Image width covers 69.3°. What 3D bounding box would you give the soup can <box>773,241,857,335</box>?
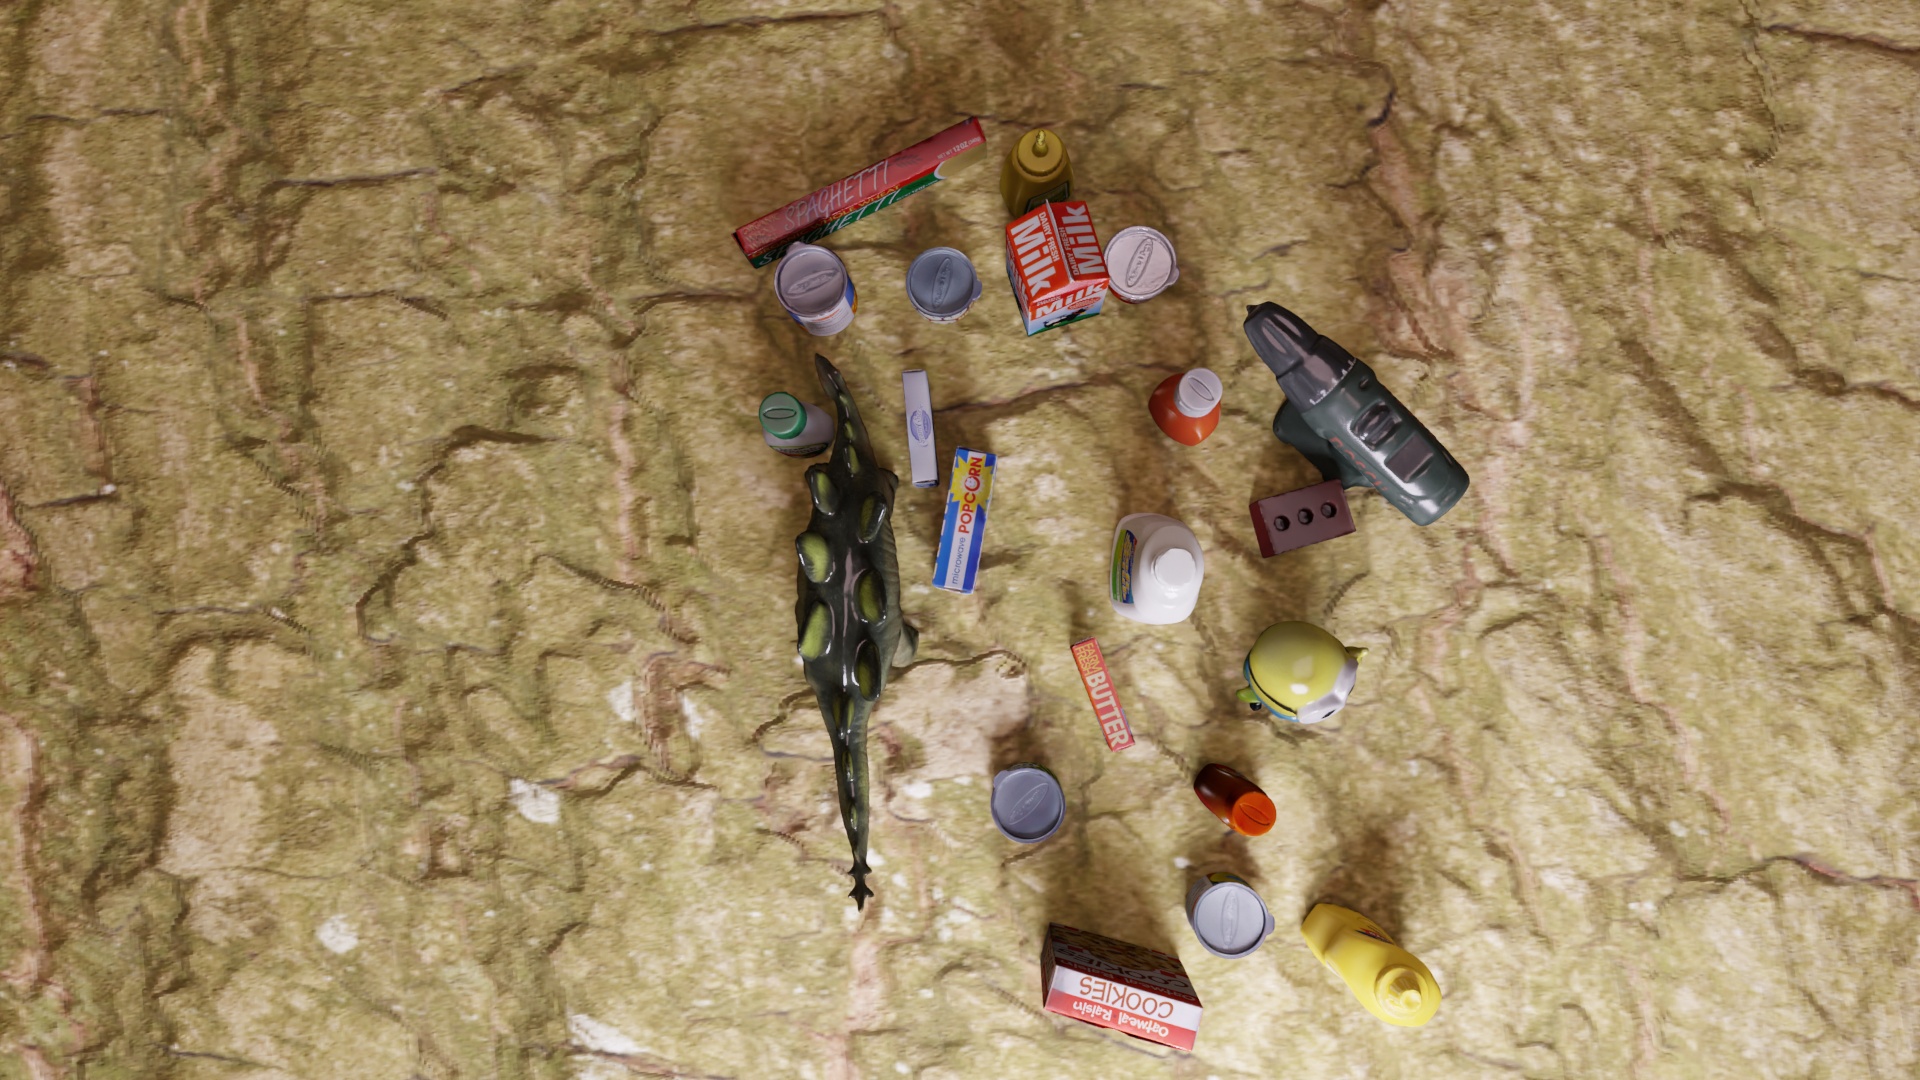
[{"bbox_3d":[-0.132,-0.230,1.272,0.071,0.083,0.071,0,86,2],"label":"soup can"}]

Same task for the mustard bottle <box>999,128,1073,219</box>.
[{"bbox_3d":[0.068,-0.329,1.233,0.065,0.160,0.049,-27,86,0],"label":"mustard bottle"}]

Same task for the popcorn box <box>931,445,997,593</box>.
[{"bbox_3d":[0.004,-0.016,1.251,0.038,0.085,0.126,10,87,3],"label":"popcorn box"}]

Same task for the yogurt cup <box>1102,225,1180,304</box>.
[{"bbox_3d":[0.163,-0.250,1.278,0.072,0.054,0.072,0,86,2],"label":"yogurt cup"}]

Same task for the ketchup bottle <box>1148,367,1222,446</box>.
[{"bbox_3d":[0.201,-0.120,1.219,0.065,0.149,0.043,44,89,4],"label":"ketchup bottle"}]

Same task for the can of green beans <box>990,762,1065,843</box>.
[{"bbox_3d":[0.060,0.234,1.244,0.071,0.058,0.071,0,86,2],"label":"can of green beans"}]

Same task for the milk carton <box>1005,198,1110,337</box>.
[{"bbox_3d":[0.083,-0.238,1.211,0.073,0.190,0.072,-18,86,1],"label":"milk carton"}]

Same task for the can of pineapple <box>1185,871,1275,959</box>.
[{"bbox_3d":[0.237,0.332,1.231,0.071,0.058,0.071,0,86,2],"label":"can of pineapple"}]

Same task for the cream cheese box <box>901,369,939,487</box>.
[{"bbox_3d":[-0.036,-0.101,1.274,0.024,0.053,0.104,-6,86,2],"label":"cream cheese box"}]

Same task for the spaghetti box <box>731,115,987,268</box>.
[{"bbox_3d":[-0.092,-0.323,1.294,0.250,0.050,0.028,-26,86,0],"label":"spaghetti box"}]

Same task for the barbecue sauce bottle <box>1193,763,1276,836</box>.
[{"bbox_3d":[0.240,0.226,1.193,0.065,0.148,0.043,34,88,4],"label":"barbecue sauce bottle"}]

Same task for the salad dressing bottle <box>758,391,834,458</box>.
[{"bbox_3d":[-0.149,-0.102,1.231,0.064,0.147,0.044,-2,86,2],"label":"salad dressing bottle"}]

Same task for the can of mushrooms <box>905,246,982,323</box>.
[{"bbox_3d":[-0.014,-0.236,1.293,0.071,0.033,0.071,0,86,2],"label":"can of mushrooms"}]

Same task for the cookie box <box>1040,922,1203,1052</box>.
[{"bbox_3d":[0.132,0.375,1.177,0.123,0.167,0.040,15,87,3],"label":"cookie box"}]

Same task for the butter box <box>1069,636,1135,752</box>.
[{"bbox_3d":[0.127,0.138,1.251,0.024,0.053,0.103,-21,86,1],"label":"butter box"}]
